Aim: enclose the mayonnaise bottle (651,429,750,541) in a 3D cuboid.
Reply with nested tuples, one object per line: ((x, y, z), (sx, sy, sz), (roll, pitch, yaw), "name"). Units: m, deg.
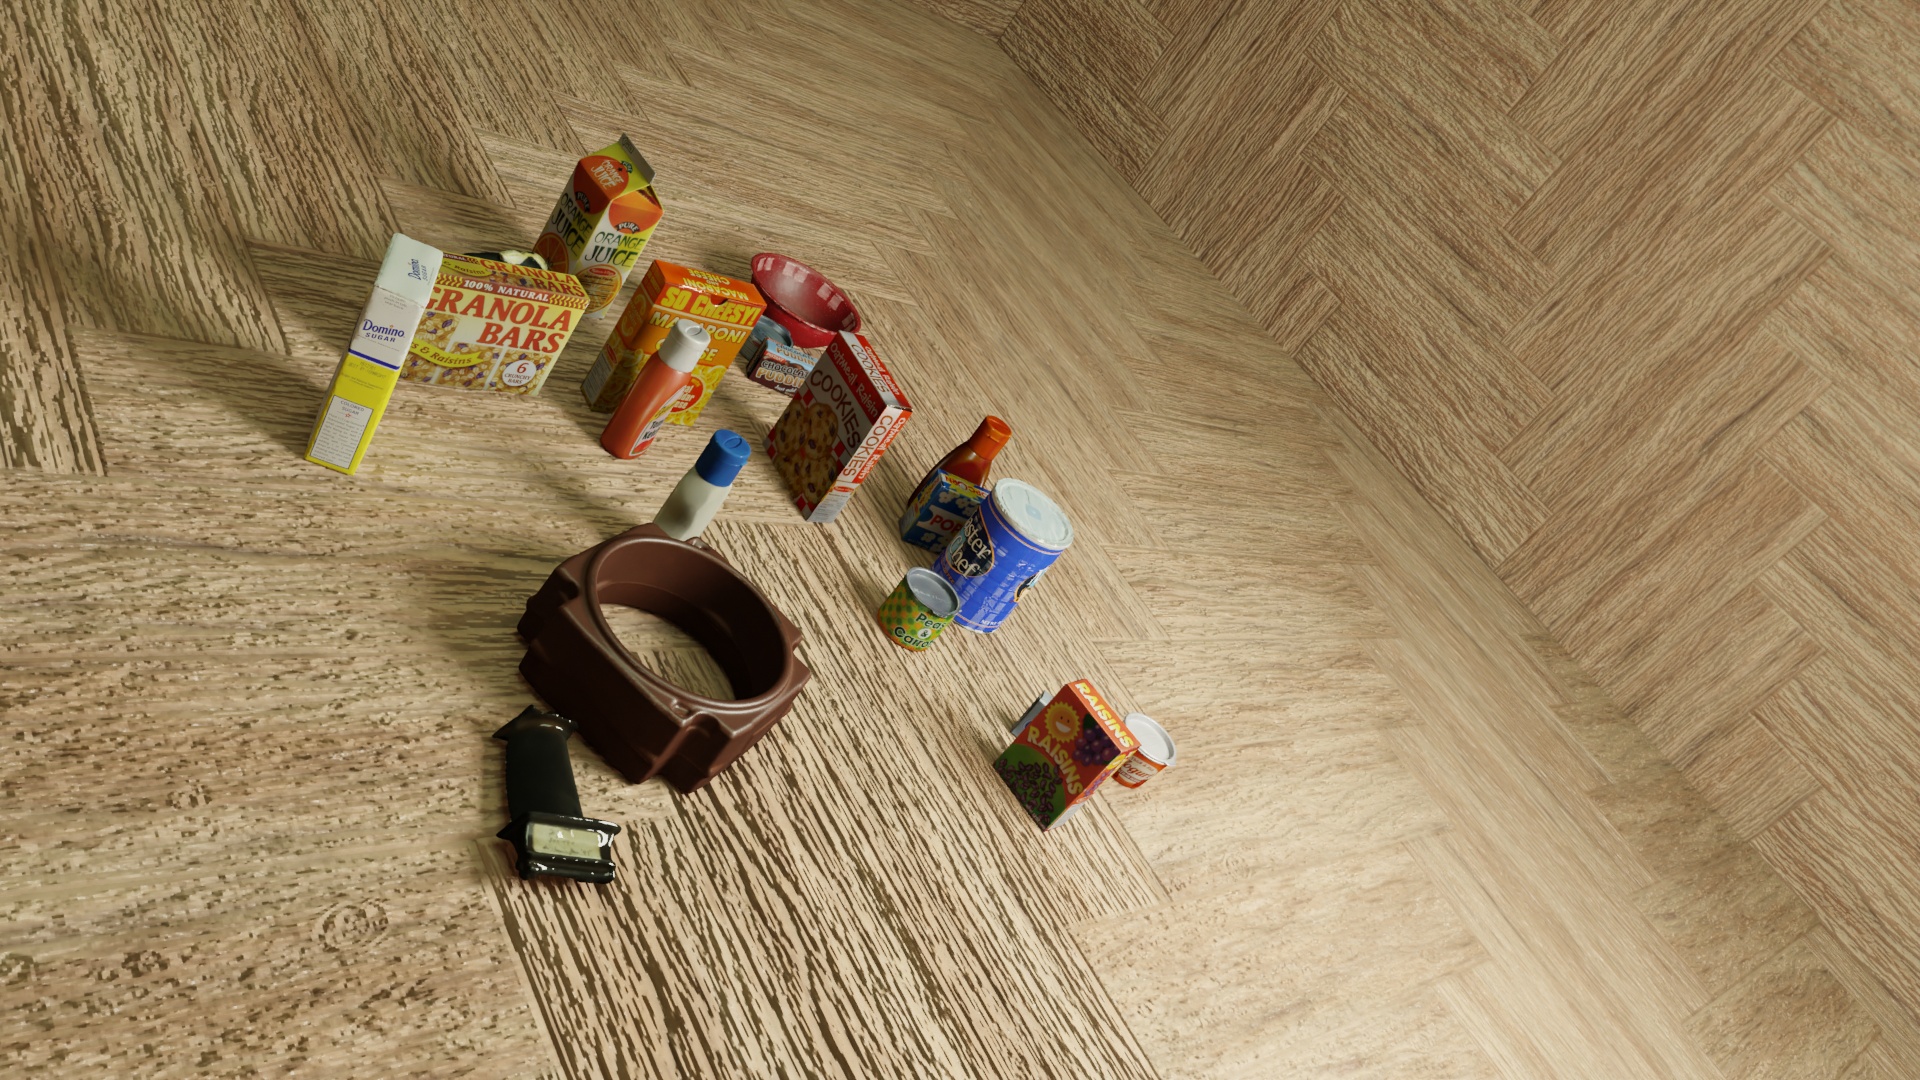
((-0.238, -0.034, 1.238), (0.041, 0.147, 0.065), (40, 27, 3), "mayonnaise bottle")

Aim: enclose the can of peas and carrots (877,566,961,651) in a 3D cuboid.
((-0.042, 0.072, 1.408), (0.071, 0.058, 0.071), (29, 29, -18), "can of peas and carrots")

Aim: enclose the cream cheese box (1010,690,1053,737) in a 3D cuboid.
((0.106, 0.203, 1.391), (0.104, 0.053, 0.024), (40, 27, 3), "cream cheese box")

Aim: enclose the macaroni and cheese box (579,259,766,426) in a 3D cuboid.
((-0.289, -0.195, 1.401), (0.124, 0.165, 0.040), (6, 41, -46), "macaroni and cheese box")

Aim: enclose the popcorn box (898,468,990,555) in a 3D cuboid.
((0.006, -0.020, 1.575), (0.127, 0.085, 0.038), (22, 31, -28), "popcorn box")

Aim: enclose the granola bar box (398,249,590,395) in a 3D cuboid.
((-0.442, -0.198, 1.268), (0.166, 0.123, 0.039), (3, 44, -49), "granola bar box")

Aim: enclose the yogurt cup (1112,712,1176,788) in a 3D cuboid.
((0.184, 0.222, 1.455), (0.072, 0.053, 0.073), (29, 29, -18), "yogurt cup")

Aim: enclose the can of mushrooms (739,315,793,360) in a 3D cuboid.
((-0.236, -0.240, 1.676), (0.071, 0.033, 0.071), (29, 29, -17), "can of mushrooms")

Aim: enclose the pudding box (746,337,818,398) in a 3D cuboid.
((-0.204, -0.200, 1.637), (0.084, 0.049, 0.030), (22, 31, -29), "pudding box")

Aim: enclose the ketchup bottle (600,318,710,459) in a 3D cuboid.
((-0.293, -0.147, 1.343), (0.043, 0.148, 0.065), (38, 27, -1), "ketchup bottle")

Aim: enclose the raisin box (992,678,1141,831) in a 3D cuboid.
((0.099, 0.202, 1.309), (0.040, 0.123, 0.086), (-4, 49, -53), "raisin box")

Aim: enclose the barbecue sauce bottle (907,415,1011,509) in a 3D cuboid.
((0.003, -0.078, 1.591), (0.065, 0.148, 0.044), (31, 28, -14), "barbecue sauce bottle")

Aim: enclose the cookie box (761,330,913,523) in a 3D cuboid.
((-0.132, -0.120, 1.474), (0.040, 0.166, 0.123), (7, 40, -46), "cookie box")

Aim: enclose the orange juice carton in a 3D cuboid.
((-0.382, -0.332, 1.470), (0.073, 0.192, 0.072), (-3, 48, -52), "orange juice carton")
